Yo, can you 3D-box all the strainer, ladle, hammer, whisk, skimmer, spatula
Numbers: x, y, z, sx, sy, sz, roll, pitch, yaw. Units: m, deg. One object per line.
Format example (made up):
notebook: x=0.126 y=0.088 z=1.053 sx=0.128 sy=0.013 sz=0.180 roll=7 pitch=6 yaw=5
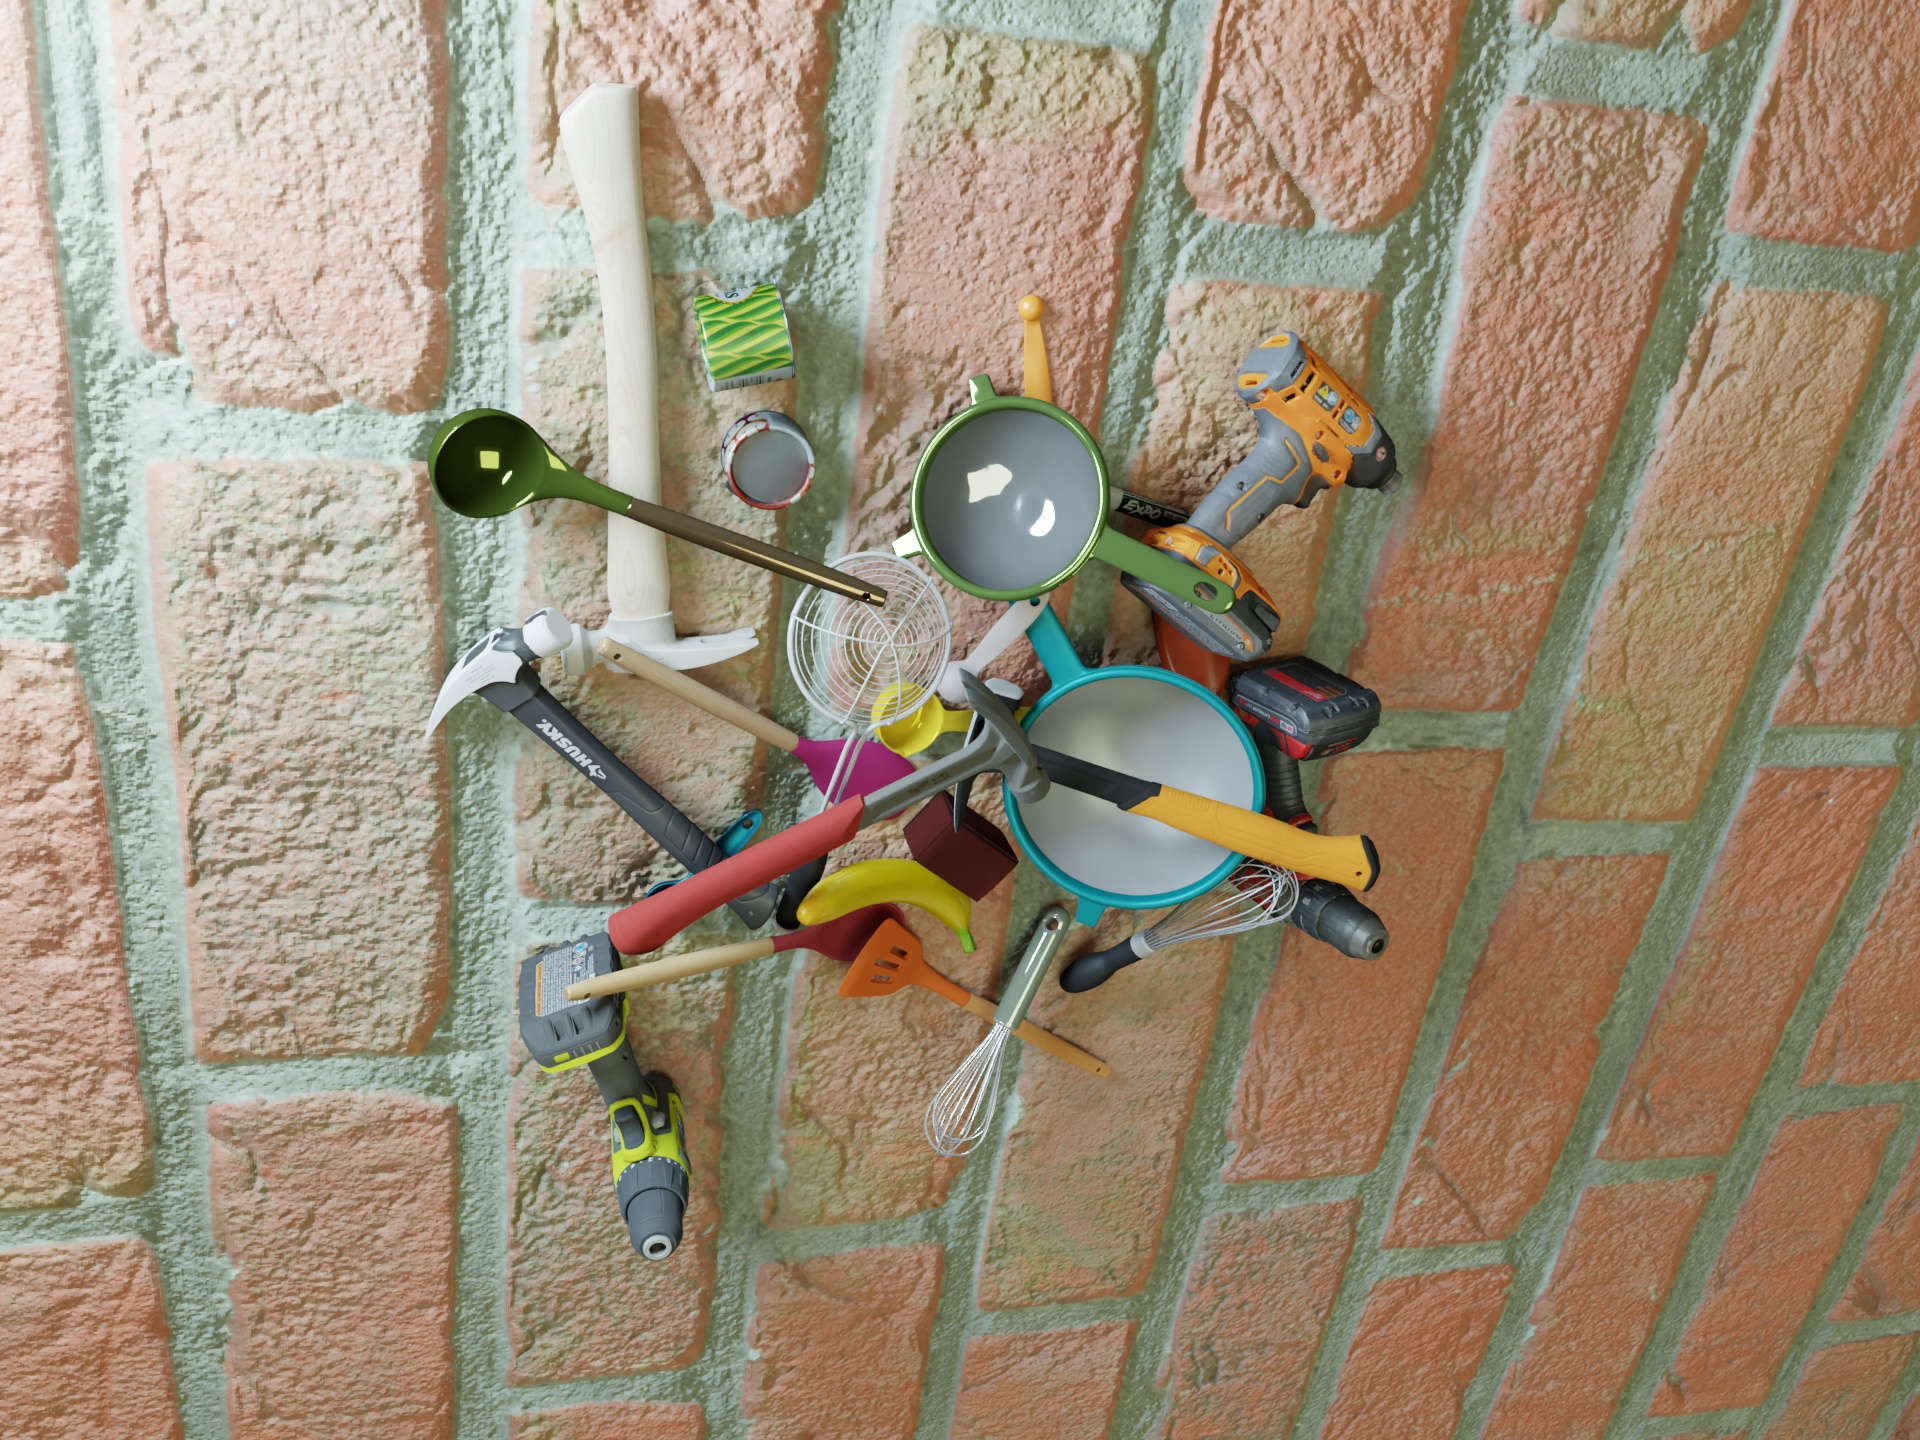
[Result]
strainer: x=0.114 y=-0.011 z=1.301 sx=0.211 sy=0.095 sz=0.340 roll=-26 pitch=102 yaw=19
ladle: x=-0.202 y=-0.132 z=1.085 sx=0.320 sy=0.062 sz=0.078 roll=19 pitch=115 yaw=-8
strainer: x=0.088 y=-0.139 z=1.178 sx=0.256 sy=0.069 sz=0.151 roll=27 pitch=96 yaw=12
hammer: x=-0.115 y=0.085 z=1.208 sx=0.359 sy=0.037 sz=0.149 roll=-26 pitch=140 yaw=10
whisk: x=0.037 y=0.278 z=1.418 sx=0.246 sy=0.058 sz=0.059 roll=-63 pitch=159 yaw=-3
ladle: x=-0.176 y=0.189 z=1.287 sx=0.315 sy=0.031 sz=0.069 roll=-7 pitch=127 yaw=-41
whisk: x=0.183 y=0.181 z=1.378 sx=0.070 sy=0.070 sz=0.284 roll=28 pitch=137 yaw=-27
skimmer: x=-0.102 y=0.031 z=1.250 sx=0.127 sy=0.090 sz=0.363 roll=1 pitch=137 yaw=-23
hammer: x=-0.220 y=-0.224 z=1.111 sx=0.146 sy=0.038 sz=0.410 roll=-6 pitch=118 yaw=-15
spatula: x=0.025 y=0.266 z=1.443 sx=0.322 sy=0.041 sz=0.081 roll=32 pitch=93 yaw=-30
hammer: x=0.162 y=0.075 z=1.252 sx=0.337 sy=0.034 sz=0.127 roll=18 pitch=111 yaw=4
hammer: x=-0.258 y=0.058 z=1.225 sx=0.146 sy=0.035 sz=0.334 roll=-27 pitch=125 yaw=23

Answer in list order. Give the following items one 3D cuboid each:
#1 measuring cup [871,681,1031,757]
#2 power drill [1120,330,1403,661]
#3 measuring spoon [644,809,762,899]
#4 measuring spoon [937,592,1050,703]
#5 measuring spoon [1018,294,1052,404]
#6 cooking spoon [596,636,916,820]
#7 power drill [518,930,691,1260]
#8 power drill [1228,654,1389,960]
measuring cup: x=-0.002 y=-0.004 z=1.304 sx=0.156 sy=0.029 sz=0.062 roll=-1 pitch=109 yaw=-30
power drill: x=0.243 y=-0.161 z=1.230 sx=0.164 sy=0.084 sz=0.226 roll=35 pitch=86 yaw=-25
measuring spoon: x=-0.211 y=0.118 z=1.312 sx=0.128 sy=0.021 sz=0.042 roll=-46 pitch=115 yaw=-1
measuring spoon: x=0.026 y=-0.059 z=1.242 sx=0.034 sy=0.018 sz=0.124 roll=43 pitch=110 yaw=-2
measuring spoon: x=0.058 y=-0.259 z=1.188 sx=0.021 sy=0.011 sz=0.116 roll=-13 pitch=120 yaw=-10
cooking spoon: x=-0.151 y=0.008 z=1.243 sx=0.318 sy=0.017 sz=0.068 roll=30 pitch=107 yaw=-37
power drill: x=-0.279 y=0.306 z=1.291 sx=0.080 sy=0.191 sz=0.228 roll=-19 pitch=117 yaw=-5
power drill: x=0.296 y=0.078 z=1.340 sx=0.080 sy=0.188 sz=0.226 roll=-13 pitch=118 yaw=-25
